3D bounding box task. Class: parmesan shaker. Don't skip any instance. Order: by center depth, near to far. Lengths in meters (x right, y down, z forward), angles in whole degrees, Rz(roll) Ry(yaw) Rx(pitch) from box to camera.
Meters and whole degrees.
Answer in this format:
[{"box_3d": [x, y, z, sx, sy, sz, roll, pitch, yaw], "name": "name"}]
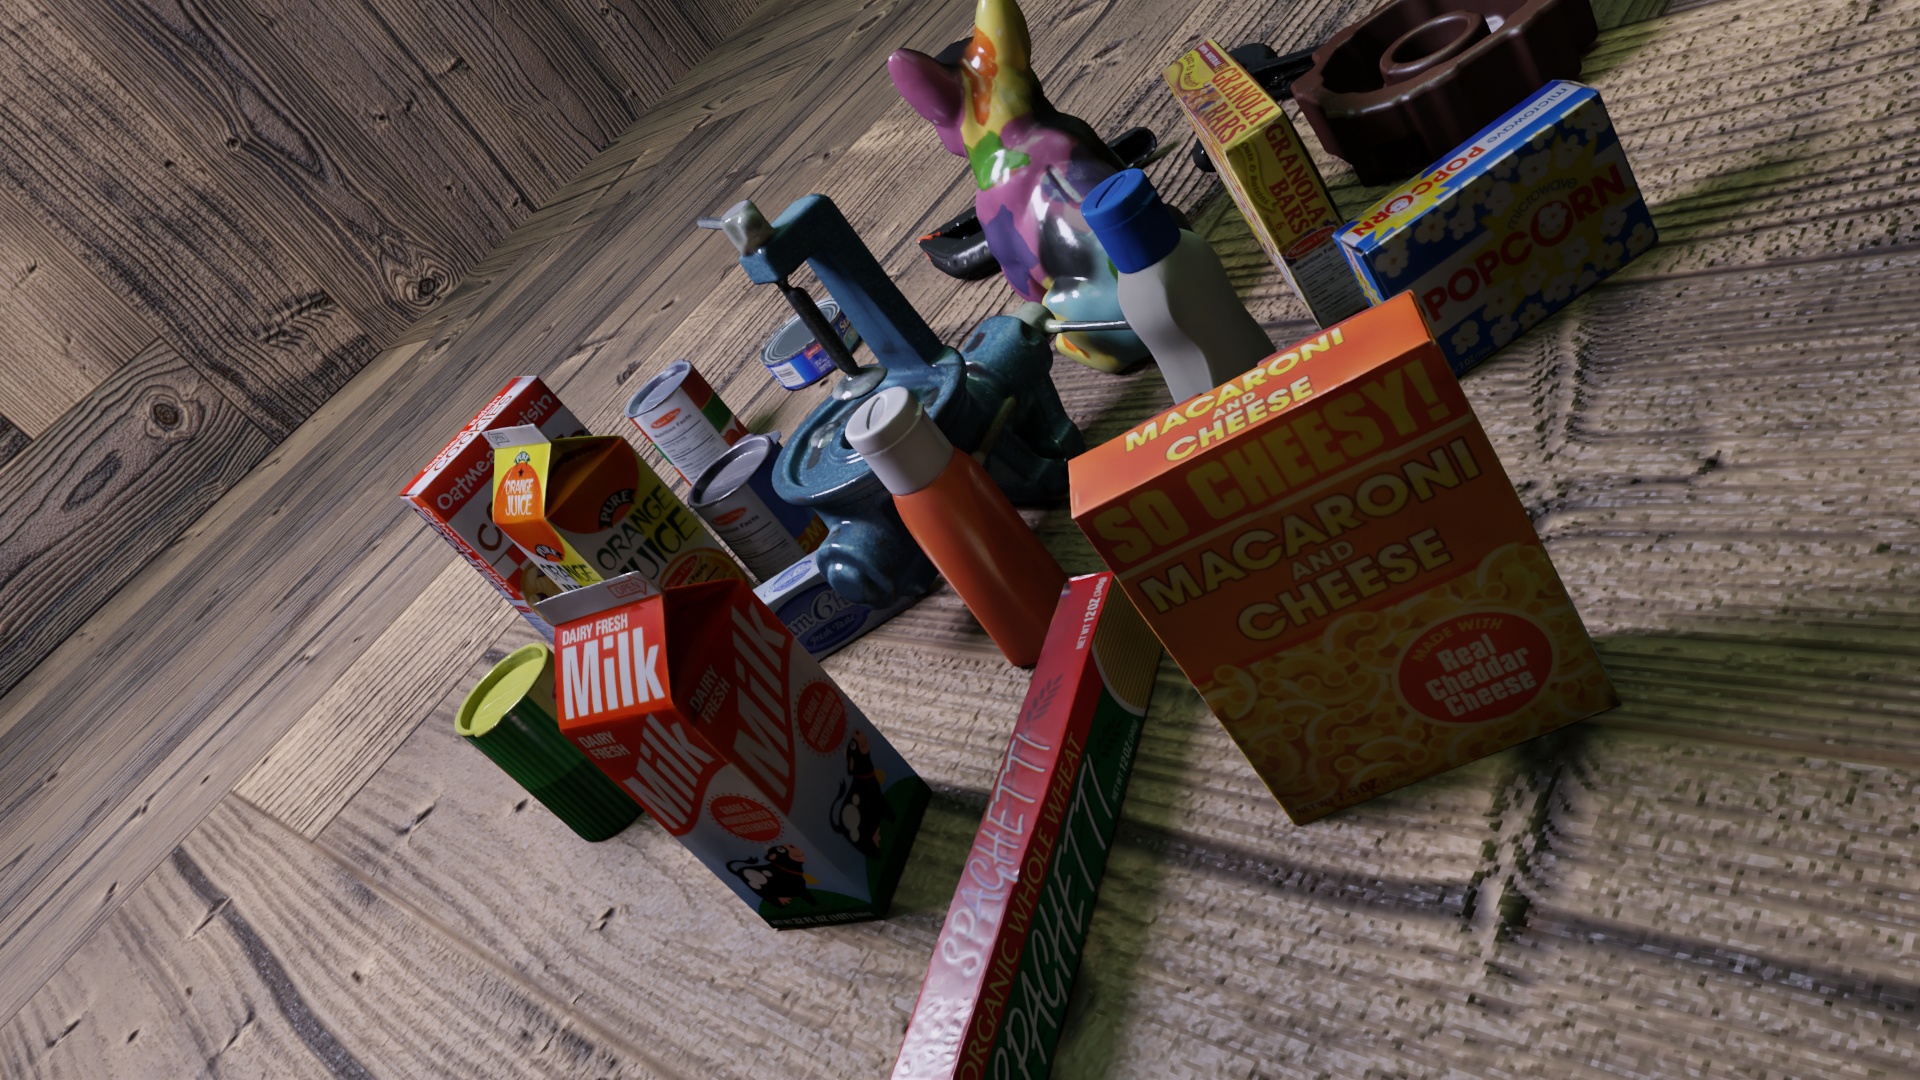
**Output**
[{"box_3d": [-0.228, 0.118, 0.794, 0.071, 0.103, 0.072, -28, 30, 18], "name": "parmesan shaker"}]

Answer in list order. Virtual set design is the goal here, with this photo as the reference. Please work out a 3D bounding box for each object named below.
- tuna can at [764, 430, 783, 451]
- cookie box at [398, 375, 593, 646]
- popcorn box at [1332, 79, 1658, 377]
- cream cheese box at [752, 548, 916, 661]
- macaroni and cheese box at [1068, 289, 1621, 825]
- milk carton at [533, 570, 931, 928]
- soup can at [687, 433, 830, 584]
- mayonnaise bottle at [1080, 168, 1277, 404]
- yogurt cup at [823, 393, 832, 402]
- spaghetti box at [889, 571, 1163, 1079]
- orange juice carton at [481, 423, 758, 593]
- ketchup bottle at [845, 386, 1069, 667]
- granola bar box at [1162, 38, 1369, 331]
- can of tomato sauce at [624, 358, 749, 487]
[{"box_3d": [-0.151, -0.046, 1.022, 0.071, 0.032, 0.071, -28, 30, 18], "name": "tuna can"}, {"box_3d": [-0.300, -0.018, 1.009, 0.040, 0.167, 0.123, 0, 46, 49], "name": "cookie box"}, {"box_3d": [0.250, -0.142, 0.650, 0.126, 0.085, 0.038, -35, 28, 6], "name": "popcorn box"}, {"box_3d": [-0.082, 0.038, 0.798, 0.103, 0.053, 0.024, -31, 29, 12], "name": "cream cheese box"}, {"box_3d": [0.131, 0.014, 0.472, 0.123, 0.166, 0.040, -27, 30, 20], "name": "macaroni and cheese box"}, {"box_3d": [-0.101, 0.084, 0.607, 0.072, 0.190, 0.074, -17, 35, 35], "name": "milk carton"}, {"box_3d": [-0.122, -0.018, 0.894, 0.071, 0.083, 0.072, -28, 30, 18], "name": "soup can"}, {"box_3d": [0.113, -0.119, 0.706, 0.041, 0.147, 0.065, -1, 45, 49], "name": "mayonnaise bottle"}, {"box_3d": [-0.061, -0.074, 0.938, 0.072, 0.053, 0.073, -28, 30, 18], "name": "yogurt cup"}, {"box_3d": [0.034, 0.117, 0.553, 0.028, 0.050, 0.251, -16, 35, 35], "name": "spaghetti box"}, {"box_3d": [-0.213, 0.000, 0.856, 0.071, 0.192, 0.073, -1, 45, 49], "name": "orange juice carton"}, {"box_3d": [0.002, -0.008, 0.669, 0.043, 0.148, 0.065, -26, 31, 22], "name": "ketchup bottle"}, {"box_3d": [0.174, -0.206, 0.789, 0.039, 0.124, 0.166, -31, 29, 14], "name": "granola bar box"}, {"box_3d": [-0.215, -0.092, 1.110, 0.071, 0.083, 0.071, -28, 30, 18], "name": "can of tomato sauce"}]
